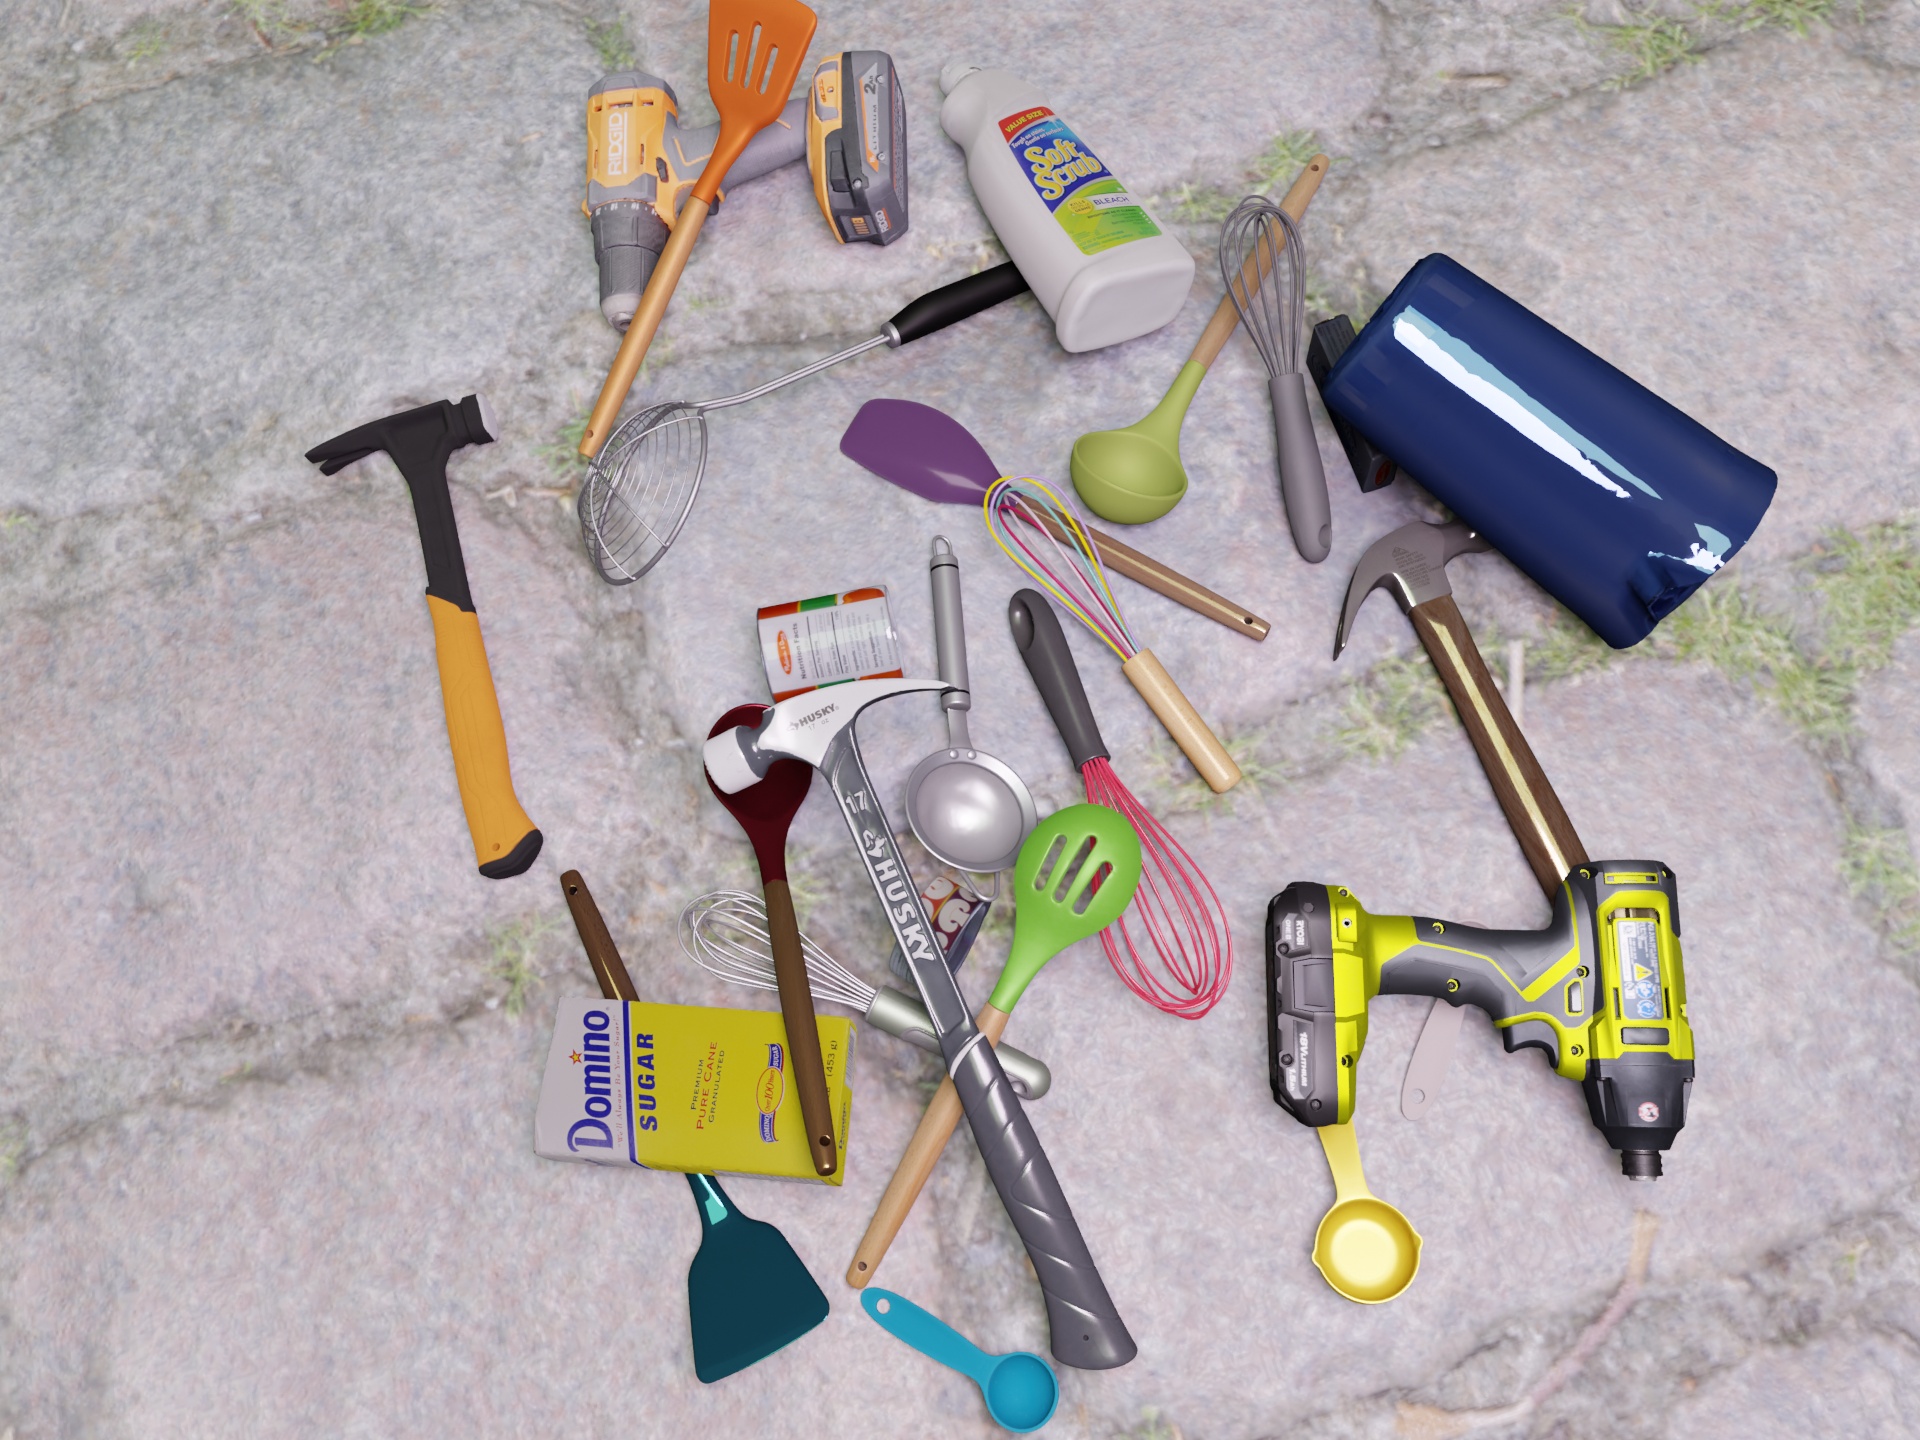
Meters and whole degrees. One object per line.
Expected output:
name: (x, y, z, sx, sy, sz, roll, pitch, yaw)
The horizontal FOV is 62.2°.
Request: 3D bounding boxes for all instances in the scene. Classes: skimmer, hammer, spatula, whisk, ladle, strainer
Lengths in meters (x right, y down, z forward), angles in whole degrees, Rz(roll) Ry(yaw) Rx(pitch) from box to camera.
skimmer: (-0.093, -0.209, 1.069, 0.363, 0.090, 0.127, -28, 36, -15)
hammer: (-0.341, -0.054, 1.052, 0.127, 0.034, 0.337, -17, 73, -1)
spatula: (-0.187, -0.325, 1.051, 0.081, 0.041, 0.322, 25, 93, 14)
whisk: (-0.059, 0.167, 0.954, 0.246, 0.057, 0.059, 25, 48, 8)
hammer: (0.332, 0.029, 0.965, 0.130, 0.031, 0.331, -21, 73, -1)
spatula: (-0.177, 0.226, 0.948, 0.082, 0.044, 0.318, -27, 72, -4)
whisk: (0.088, 0.044, 0.970, 0.073, 0.073, 0.296, -21, 67, -1)
ladle: (-0.103, 0.118, 0.931, 0.069, 0.031, 0.316, -3, 50, -15)
strainer: (-0.002, -0.003, 1.002, 0.086, 0.050, 0.259, 5, 65, -21)
ladle: (0.171, -0.262, 1.055, 0.078, 0.062, 0.320, 29, 76, 10)
spatula: (0.062, -0.132, 1.045, 0.316, 0.018, 0.060, 30, 81, 14)
whisk: (0.208, -0.219, 1.021, 0.055, 0.055, 0.239, -10, 89, 2)
whisk: (0.093, -0.054, 1.001, 0.245, 0.047, 0.051, 54, 129, 9)
hammer: (0.000, 0.166, 0.889, 0.149, 0.036, 0.409, -25, 84, 9)

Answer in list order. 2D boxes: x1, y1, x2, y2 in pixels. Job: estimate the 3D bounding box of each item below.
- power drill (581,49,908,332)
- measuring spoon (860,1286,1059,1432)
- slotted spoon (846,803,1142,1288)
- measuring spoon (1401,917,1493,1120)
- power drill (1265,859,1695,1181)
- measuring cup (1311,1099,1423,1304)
power drill: (-0.153, -0.367, 1.106, 0.226, 0.084, 0.185, -3, 77, 9)
measuring spoon: (-0.001, 0.360, 0.909, 0.129, 0.021, 0.042, 24, 78, 21)
slotted spoon: (0.012, 0.189, 0.916, 0.070, 0.031, 0.314, 28, 92, 14)
measuring spoon: (0.284, 0.176, 0.937, 0.034, 0.018, 0.124, 21, 83, 11)
power drill: (0.286, 0.166, 0.885, 0.223, 0.080, 0.171, -1, 77, 7)
measuring cup: (0.220, 0.256, 0.916, 0.062, 0.029, 0.157, -12, 61, 4)
